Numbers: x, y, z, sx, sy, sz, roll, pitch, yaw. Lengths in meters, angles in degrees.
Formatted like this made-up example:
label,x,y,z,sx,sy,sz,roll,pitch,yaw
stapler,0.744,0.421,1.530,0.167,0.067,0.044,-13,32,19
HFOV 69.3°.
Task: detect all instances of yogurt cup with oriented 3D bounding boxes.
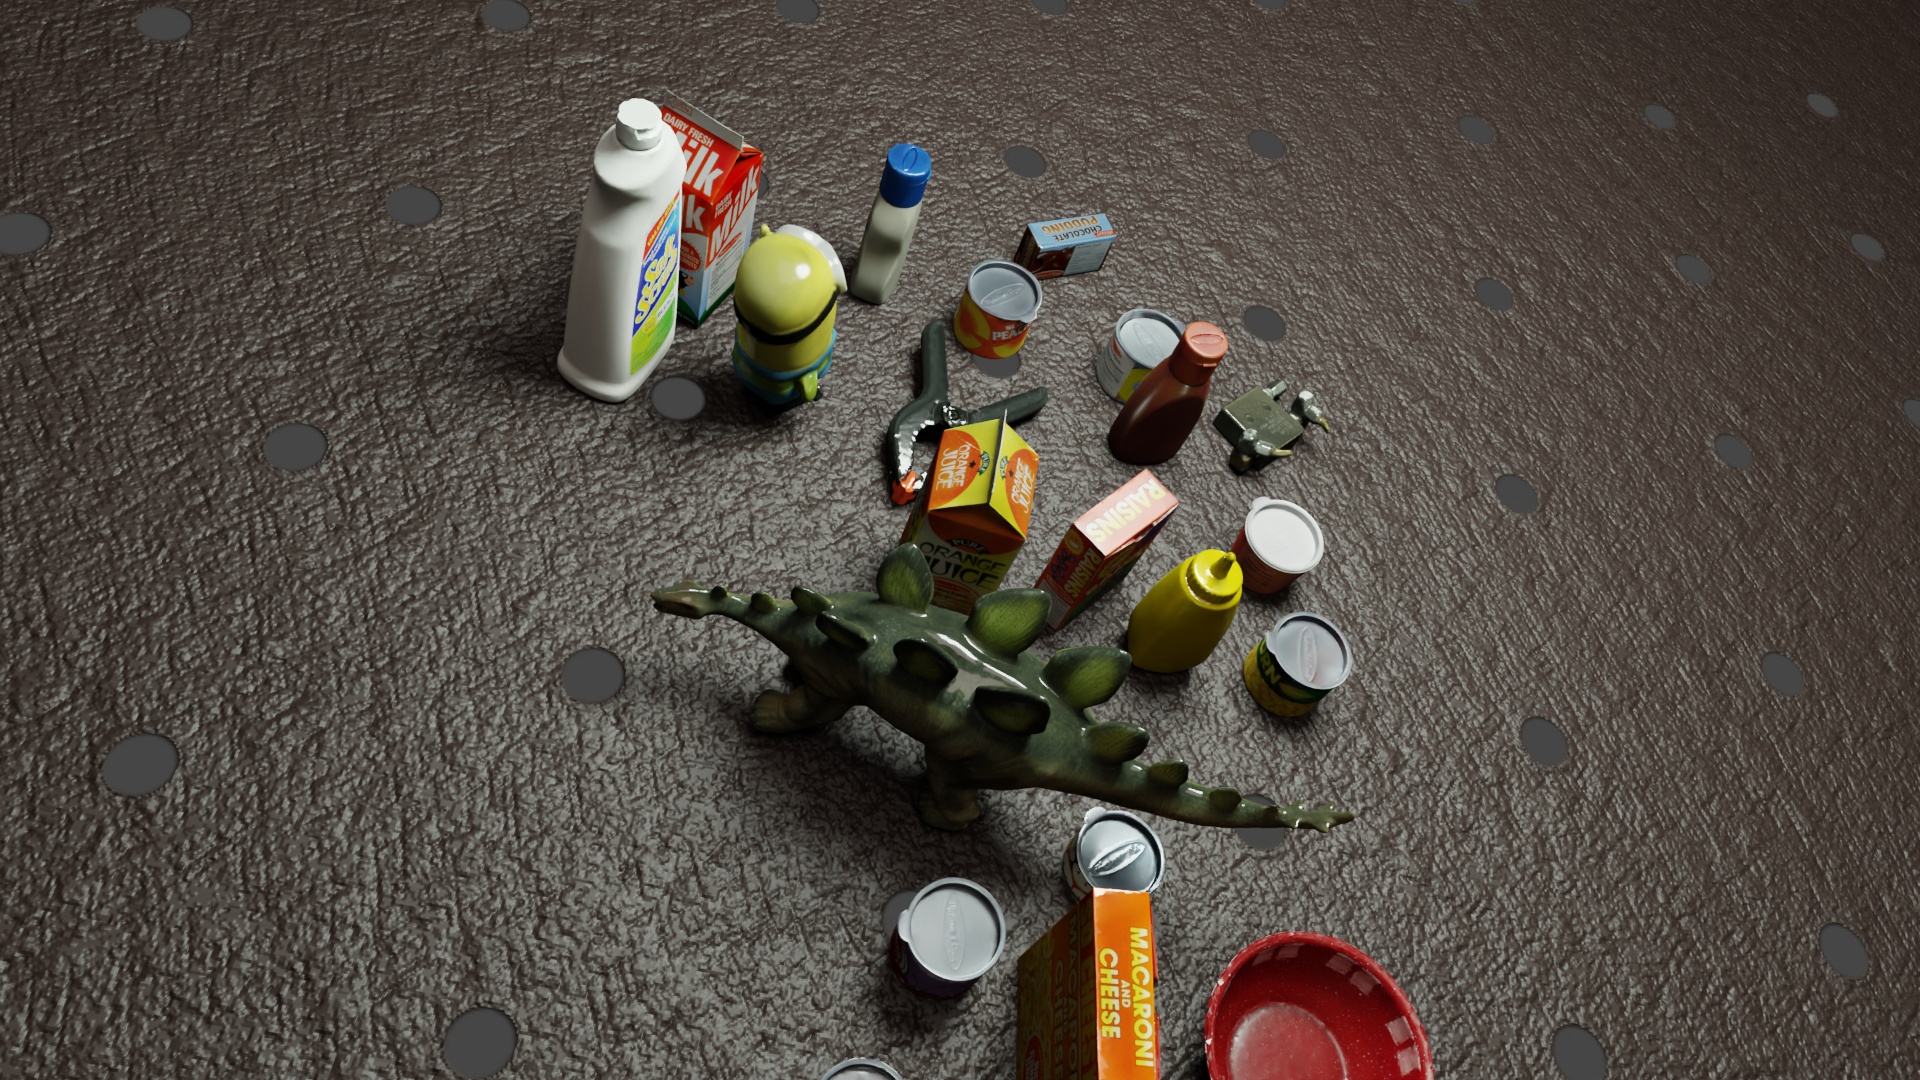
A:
label,x,y,z,sx,sy,sz,roll,pitch,yaw
yogurt cup,0.257,0.008,1.144,0.072,0.053,0.073,7,58,-12

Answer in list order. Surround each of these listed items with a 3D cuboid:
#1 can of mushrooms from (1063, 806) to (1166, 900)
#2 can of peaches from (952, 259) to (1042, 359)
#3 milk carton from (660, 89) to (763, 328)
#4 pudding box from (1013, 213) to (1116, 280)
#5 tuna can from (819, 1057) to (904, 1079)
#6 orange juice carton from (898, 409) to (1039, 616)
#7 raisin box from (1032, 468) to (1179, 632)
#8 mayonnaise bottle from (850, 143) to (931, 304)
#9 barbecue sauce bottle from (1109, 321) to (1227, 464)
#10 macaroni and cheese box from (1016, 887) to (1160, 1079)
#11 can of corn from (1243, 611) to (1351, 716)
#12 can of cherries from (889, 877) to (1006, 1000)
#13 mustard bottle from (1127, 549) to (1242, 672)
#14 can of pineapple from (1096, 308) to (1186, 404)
label,x,y,z,sx,sy,sz,roll,pitch,yaw
can of mushrooms,0.107,0.225,0.980,0.071,0.033,0.071,7,58,-12
can of peaches,0.032,-0.197,1.202,0.071,0.057,0.071,7,58,-12
milk carton,-0.209,-0.264,1.094,0.072,0.189,0.074,31,56,4
pudding box,0.095,-0.268,1.268,0.084,0.049,0.030,-14,64,-23
tuna can,-0.066,0.355,0.851,0.071,0.032,0.071,7,58,-12
orange juice carton,0.004,-0.013,1.000,0.073,0.191,0.072,16,57,-7
raisin box,0.107,0.009,1.058,0.086,0.122,0.040,-34,74,-30
mayonnaise bottle,-0.058,-0.267,1.164,0.041,0.147,0.065,20,56,-4
barbecue sauce bottle,0.174,-0.119,1.141,0.065,0.147,0.044,-4,61,-18
macaroni and cheese box,0.075,0.296,0.848,0.040,0.165,0.124,9,58,-11
can of corn,0.260,0.097,1.088,0.071,0.058,0.071,7,58,-12
can of cherries,-0.012,0.261,0.909,0.071,0.058,0.072,7,58,-12
mustard bottle,0.174,0.047,1.032,0.065,0.159,0.049,5,59,-13
can of pineapple,0.160,-0.159,1.216,0.071,0.057,0.071,7,58,-12
